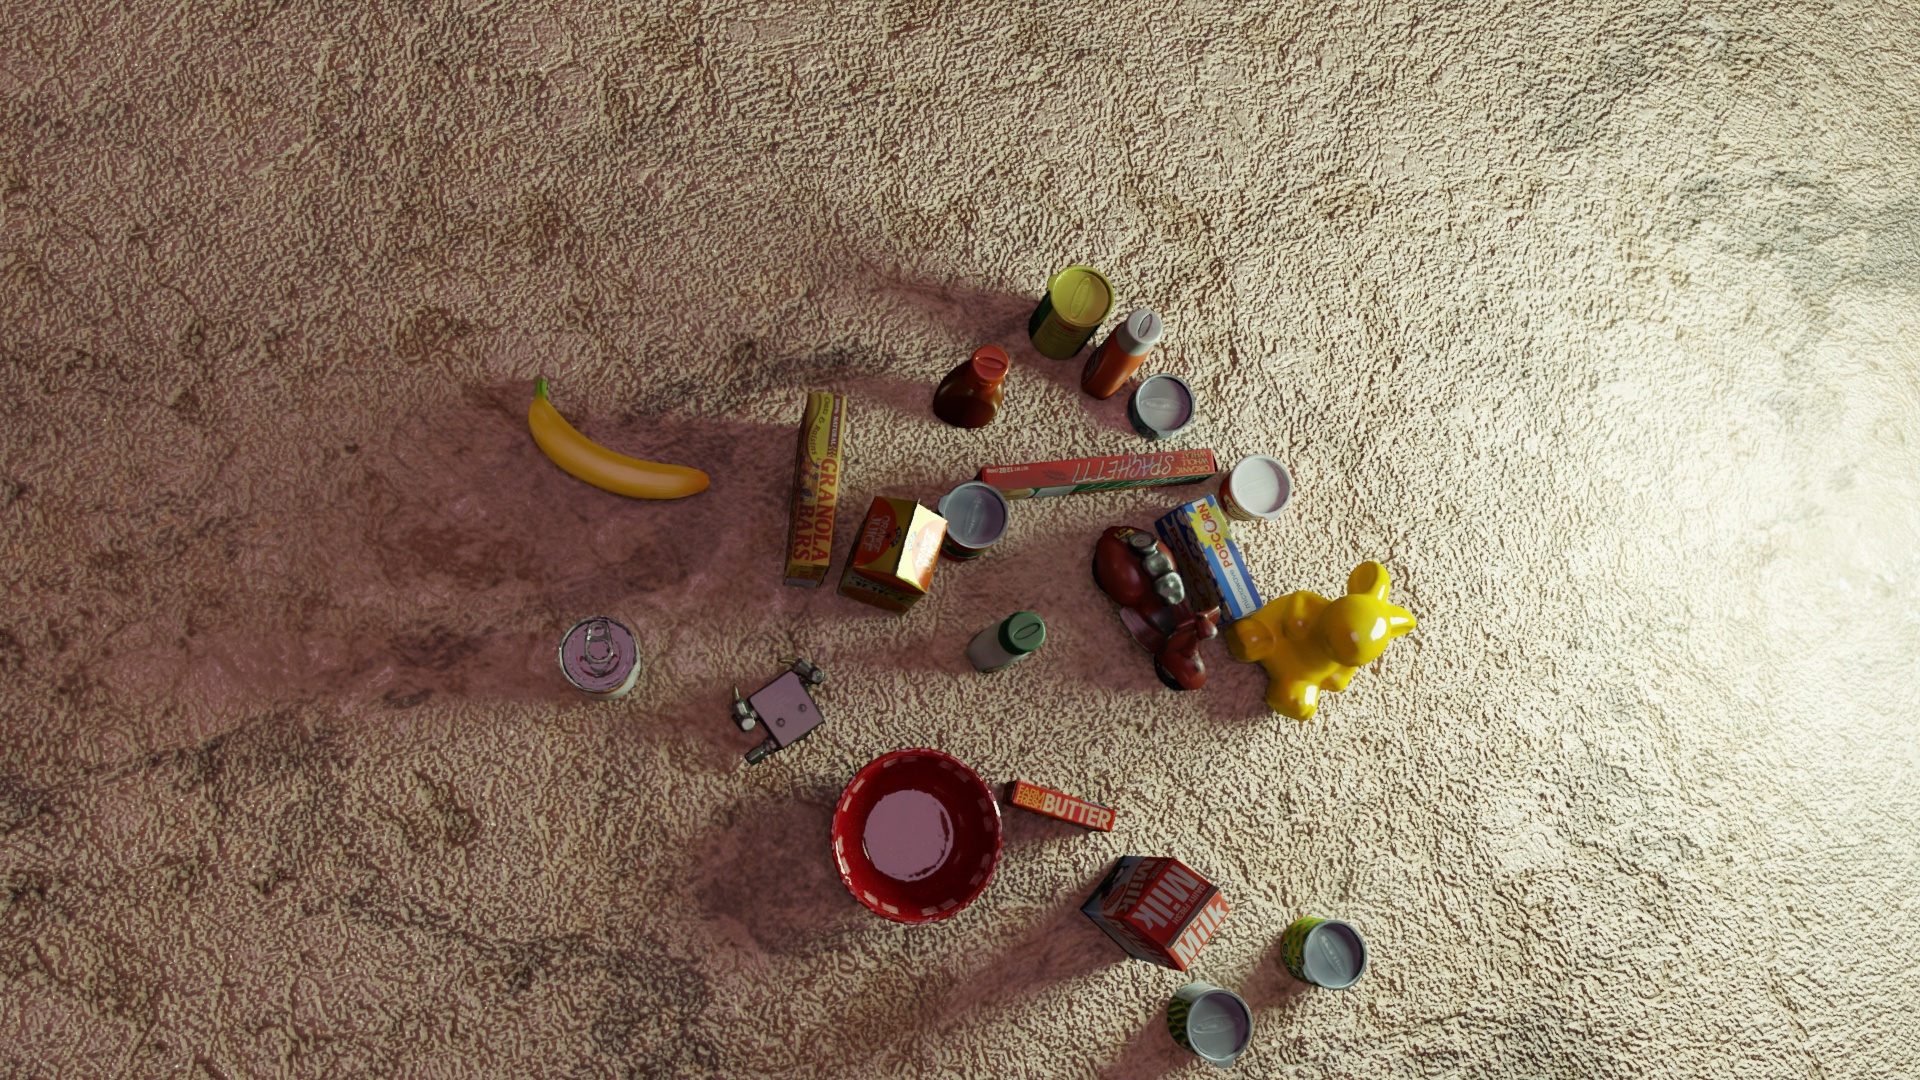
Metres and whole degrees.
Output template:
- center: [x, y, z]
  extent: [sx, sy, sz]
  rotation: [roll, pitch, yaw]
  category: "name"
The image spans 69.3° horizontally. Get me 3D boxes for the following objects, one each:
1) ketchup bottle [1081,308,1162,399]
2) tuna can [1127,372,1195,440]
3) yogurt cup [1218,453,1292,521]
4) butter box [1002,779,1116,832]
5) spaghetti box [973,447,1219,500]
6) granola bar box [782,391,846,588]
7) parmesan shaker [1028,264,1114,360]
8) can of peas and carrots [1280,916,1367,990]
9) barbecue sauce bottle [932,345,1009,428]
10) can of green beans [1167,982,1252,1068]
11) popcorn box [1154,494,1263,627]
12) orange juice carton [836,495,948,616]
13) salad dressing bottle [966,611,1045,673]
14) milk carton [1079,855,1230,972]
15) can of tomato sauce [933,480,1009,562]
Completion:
- center: [0.165, -0.192, 1.404]
  extent: [0.043, 0.148, 0.065]
  rotation: [28, 75, -4]
  category: "ketchup bottle"
- center: [0.211, -0.138, 1.462]
  extent: [0.071, 0.032, 0.071]
  rotation: [2, 78, -10]
  category: "tuna can"
- center: [0.305, -0.052, 1.450]
  extent: [0.072, 0.054, 0.072]
  rotation: [2, 78, -10]
  category: "yogurt cup"
- center: [0.094, 0.258, 1.344]
  extent: [0.103, 0.053, 0.024]
  rotation: [18, 76, -7]
  category: "butter box"
- center: [0.139, -0.066, 1.424]
  extent: [0.250, 0.050, 0.029]
  rotation: [-5, 80, -12]
  category: "spaghetti box"
- center: [-0.139, -0.045, 1.327]
  extent: [0.039, 0.124, 0.166]
  rotation: [7, 77, -9]
  category: "granola bar box"
- center: [0.110, -0.234, 1.427]
  extent: [0.071, 0.103, 0.071]
  rotation: [2, 78, -10]
  category: "parmesan shaker"
- center: [0.353, 0.404, 1.359]
  extent: [0.071, 0.058, 0.071]
  rotation: [2, 78, -10]
  category: "can of peas and carrots"
- center: [0.015, -0.151, 1.367]
  extent: [0.065, 0.148, 0.044]
  rotation: [13, 76, -8]
  category: "barbecue sauce bottle"
- center: [0.237, 0.459, 1.325]
  extent: [0.071, 0.057, 0.071]
  rotation: [2, 78, -10]
  category: "can of green beans"
- center: [0.250, 0.024, 1.407]
  extent: [0.038, 0.085, 0.127]
  rotation: [-22, 83, -14]
  category: "popcorn box"
- center: [-0.063, 0.014, 1.294]
  extent: [0.073, 0.192, 0.072]
  rotation: [20, 76, -6]
  category: "orange juice carton"
- center: [0.045, 0.096, 1.320]
  extent: [0.064, 0.147, 0.044]
  rotation: [-24, 84, -14]
  category: "salad dressing bottle"
- center: [0.182, 0.339, 1.272]
  extent: [0.073, 0.190, 0.072]
  rotation: [43, 74, 0]
  category: "milk carton"
- center: [0.005, -0.017, 1.370]
  extent: [0.071, 0.083, 0.071]
  rotation: [2, 78, -10]
  category: "can of tomato sauce"
